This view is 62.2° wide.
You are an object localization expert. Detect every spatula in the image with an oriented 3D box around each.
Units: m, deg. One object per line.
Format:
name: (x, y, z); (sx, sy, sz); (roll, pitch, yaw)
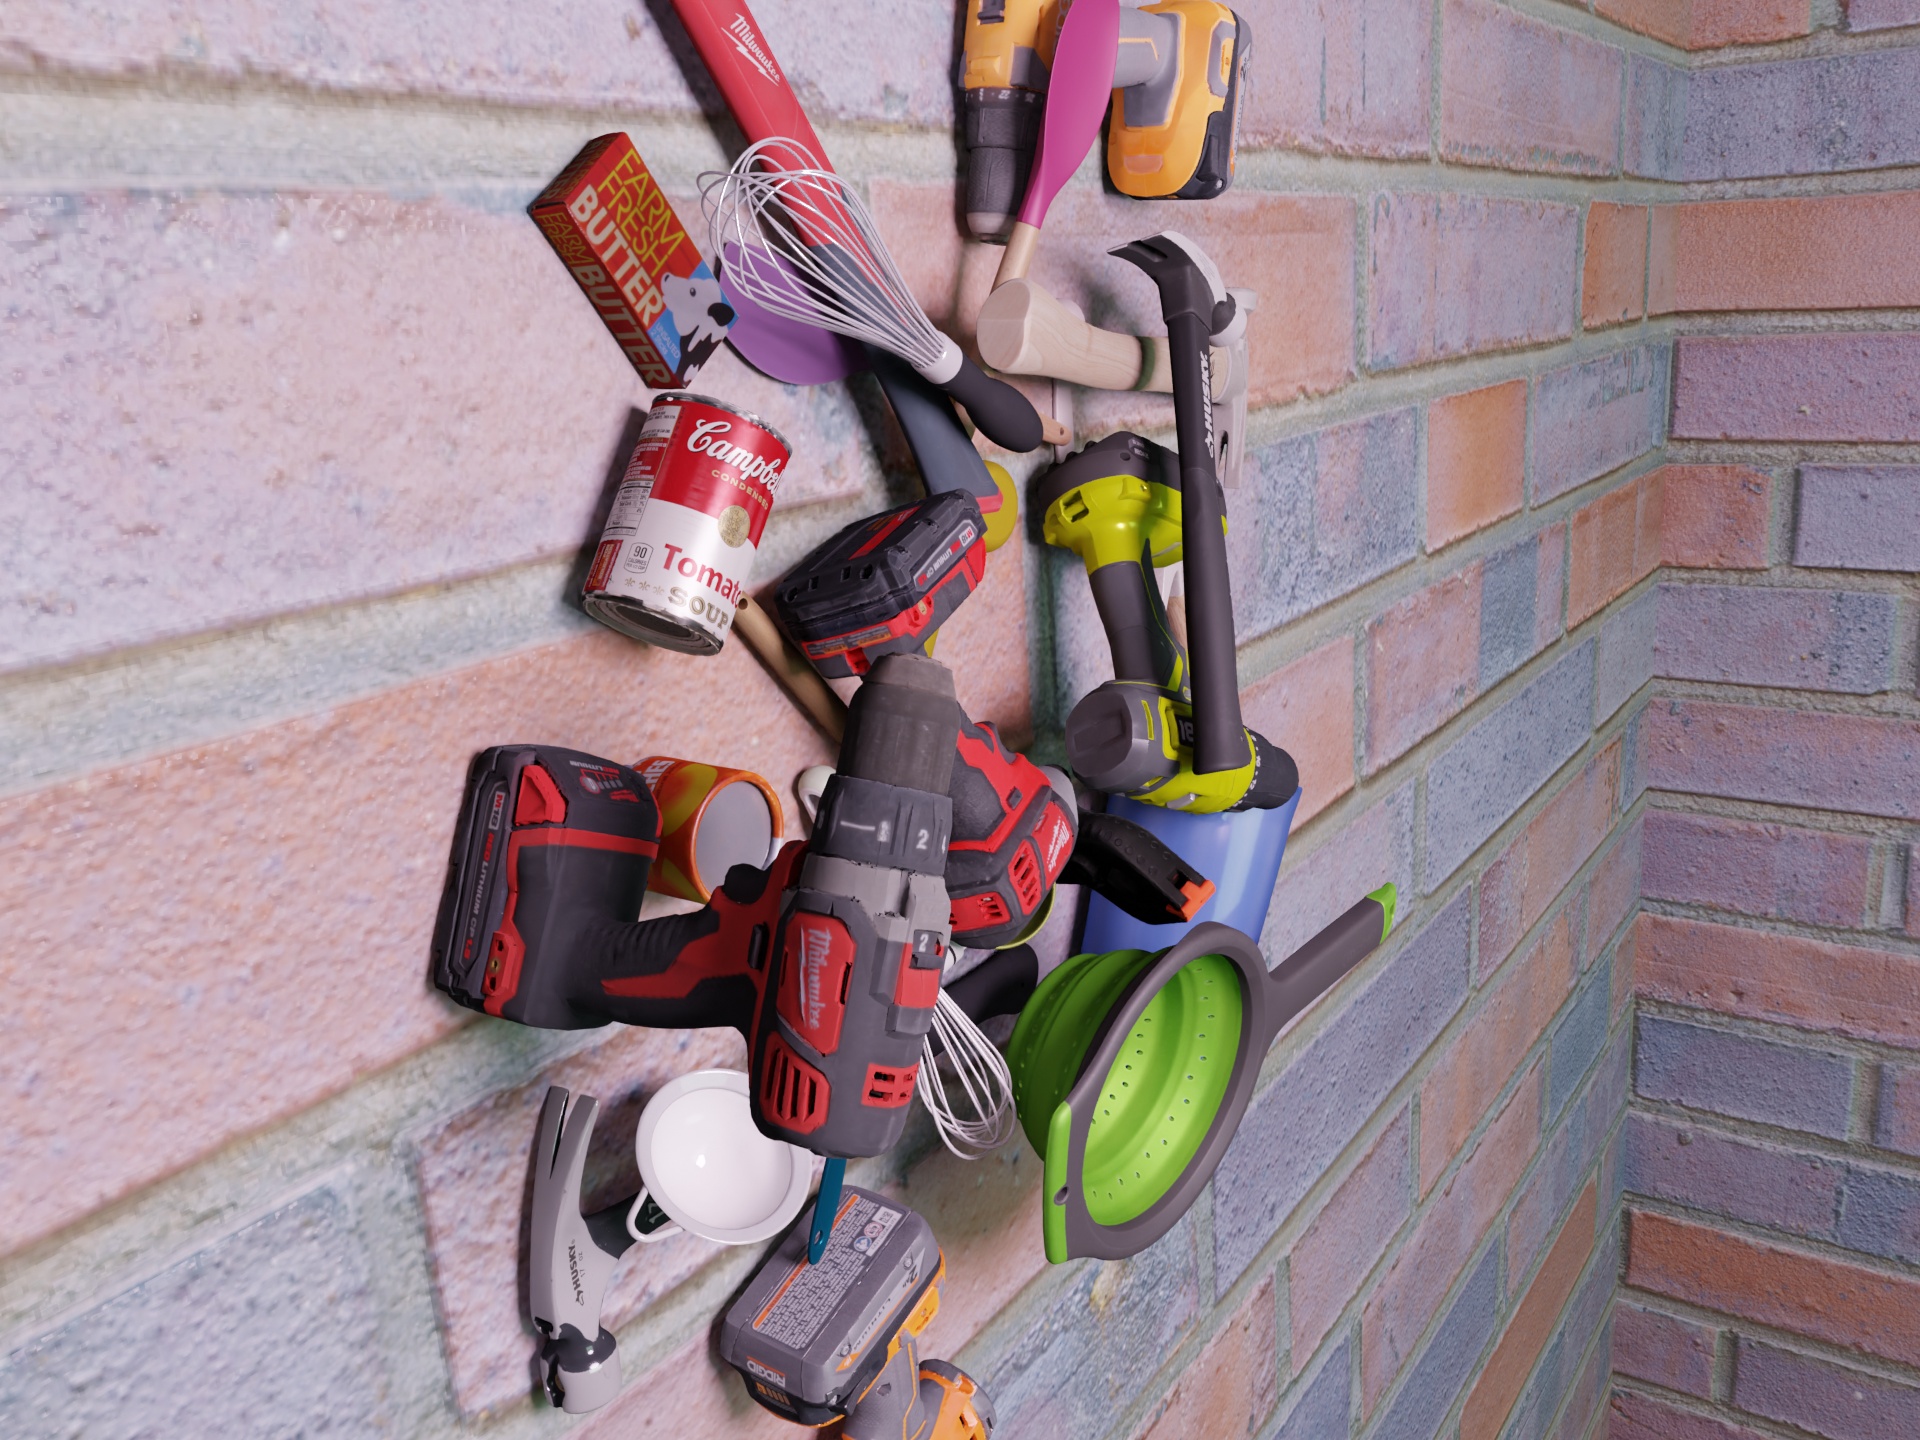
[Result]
spatula: (-0.025, -0.193, 0.890); (0.315, 0.018, 0.060); (8, 90, -54)

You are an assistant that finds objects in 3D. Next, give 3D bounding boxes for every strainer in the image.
strainer: (-0.072, 0.175, 0.790); (0.258, 0.087, 0.050); (-38, 169, -39)

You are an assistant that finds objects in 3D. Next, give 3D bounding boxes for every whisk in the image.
whisk: (-0.031, 0.135, 0.878); (0.059, 0.058, 0.246); (-38, 108, -46)
whisk: (-0.029, -0.188, 0.762); (0.284, 0.070, 0.070); (26, 75, -58)

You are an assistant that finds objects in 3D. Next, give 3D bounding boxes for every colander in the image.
colander: (0.146, 0.179, 1.000); (0.397, 0.095, 0.204); (-25, 125, -43)

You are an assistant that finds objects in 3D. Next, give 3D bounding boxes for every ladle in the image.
ladle: (-0.038, 0.028, 0.882); (0.078, 0.062, 0.319); (-57, 136, -19)

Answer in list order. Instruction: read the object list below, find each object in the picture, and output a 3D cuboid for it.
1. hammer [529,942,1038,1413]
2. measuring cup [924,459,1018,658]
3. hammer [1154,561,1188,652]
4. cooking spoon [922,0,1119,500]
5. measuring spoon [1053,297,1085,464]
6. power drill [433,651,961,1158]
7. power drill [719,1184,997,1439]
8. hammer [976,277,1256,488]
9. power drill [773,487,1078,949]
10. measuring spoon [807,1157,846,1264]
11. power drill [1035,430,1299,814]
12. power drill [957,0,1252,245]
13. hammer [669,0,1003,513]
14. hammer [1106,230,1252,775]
hammer: (-0.075, 0.203, 0.878); (0.409, 0.036, 0.149); (-22, 113, -52)
measuring cup: (-0.001, -0.081, 0.933); (0.062, 0.029, 0.156); (36, 65, -52)
hammer: (0.187, -0.005, 1.220); (0.130, 0.031, 0.331); (-49, 133, -40)
cooking spoon: (0.029, -0.252, 0.892); (0.068, 0.017, 0.319); (3, 107, -61)
measuring spoon: (0.072, -0.209, 1.026); (0.034, 0.018, 0.124); (-24, 116, -51)
power drill: (-0.100, 0.059, 0.644); (0.080, 0.227, 0.188); (17, 83, -55)
power drill: (-0.059, 0.395, 0.899); (0.164, 0.084, 0.226); (-46, 135, -40)
hammer: (0.113, -0.220, 1.018); (0.410, 0.038, 0.146); (-18, 112, -62)
power drill: (-0.001, -0.003, 0.853); (0.219, 0.078, 0.143); (66, 33, -18)
measuring spoon: (-0.073, 0.226, 0.845); (0.042, 0.021, 0.128); (-1, 104, -62)
power drill: (0.134, -0.050, 1.001); (0.190, 0.080, 0.229); (13, 61, -44)
power drill: (0.082, -0.370, 0.962); (0.226, 0.084, 0.185); (-5, 105, -51)
hammer: (-0.063, -0.261, 0.786); (0.143, 0.038, 0.385); (-61, 137, -32)
hammer: (0.140, -0.130, 0.937); (0.146, 0.035, 0.335); (24, 60, -56)
